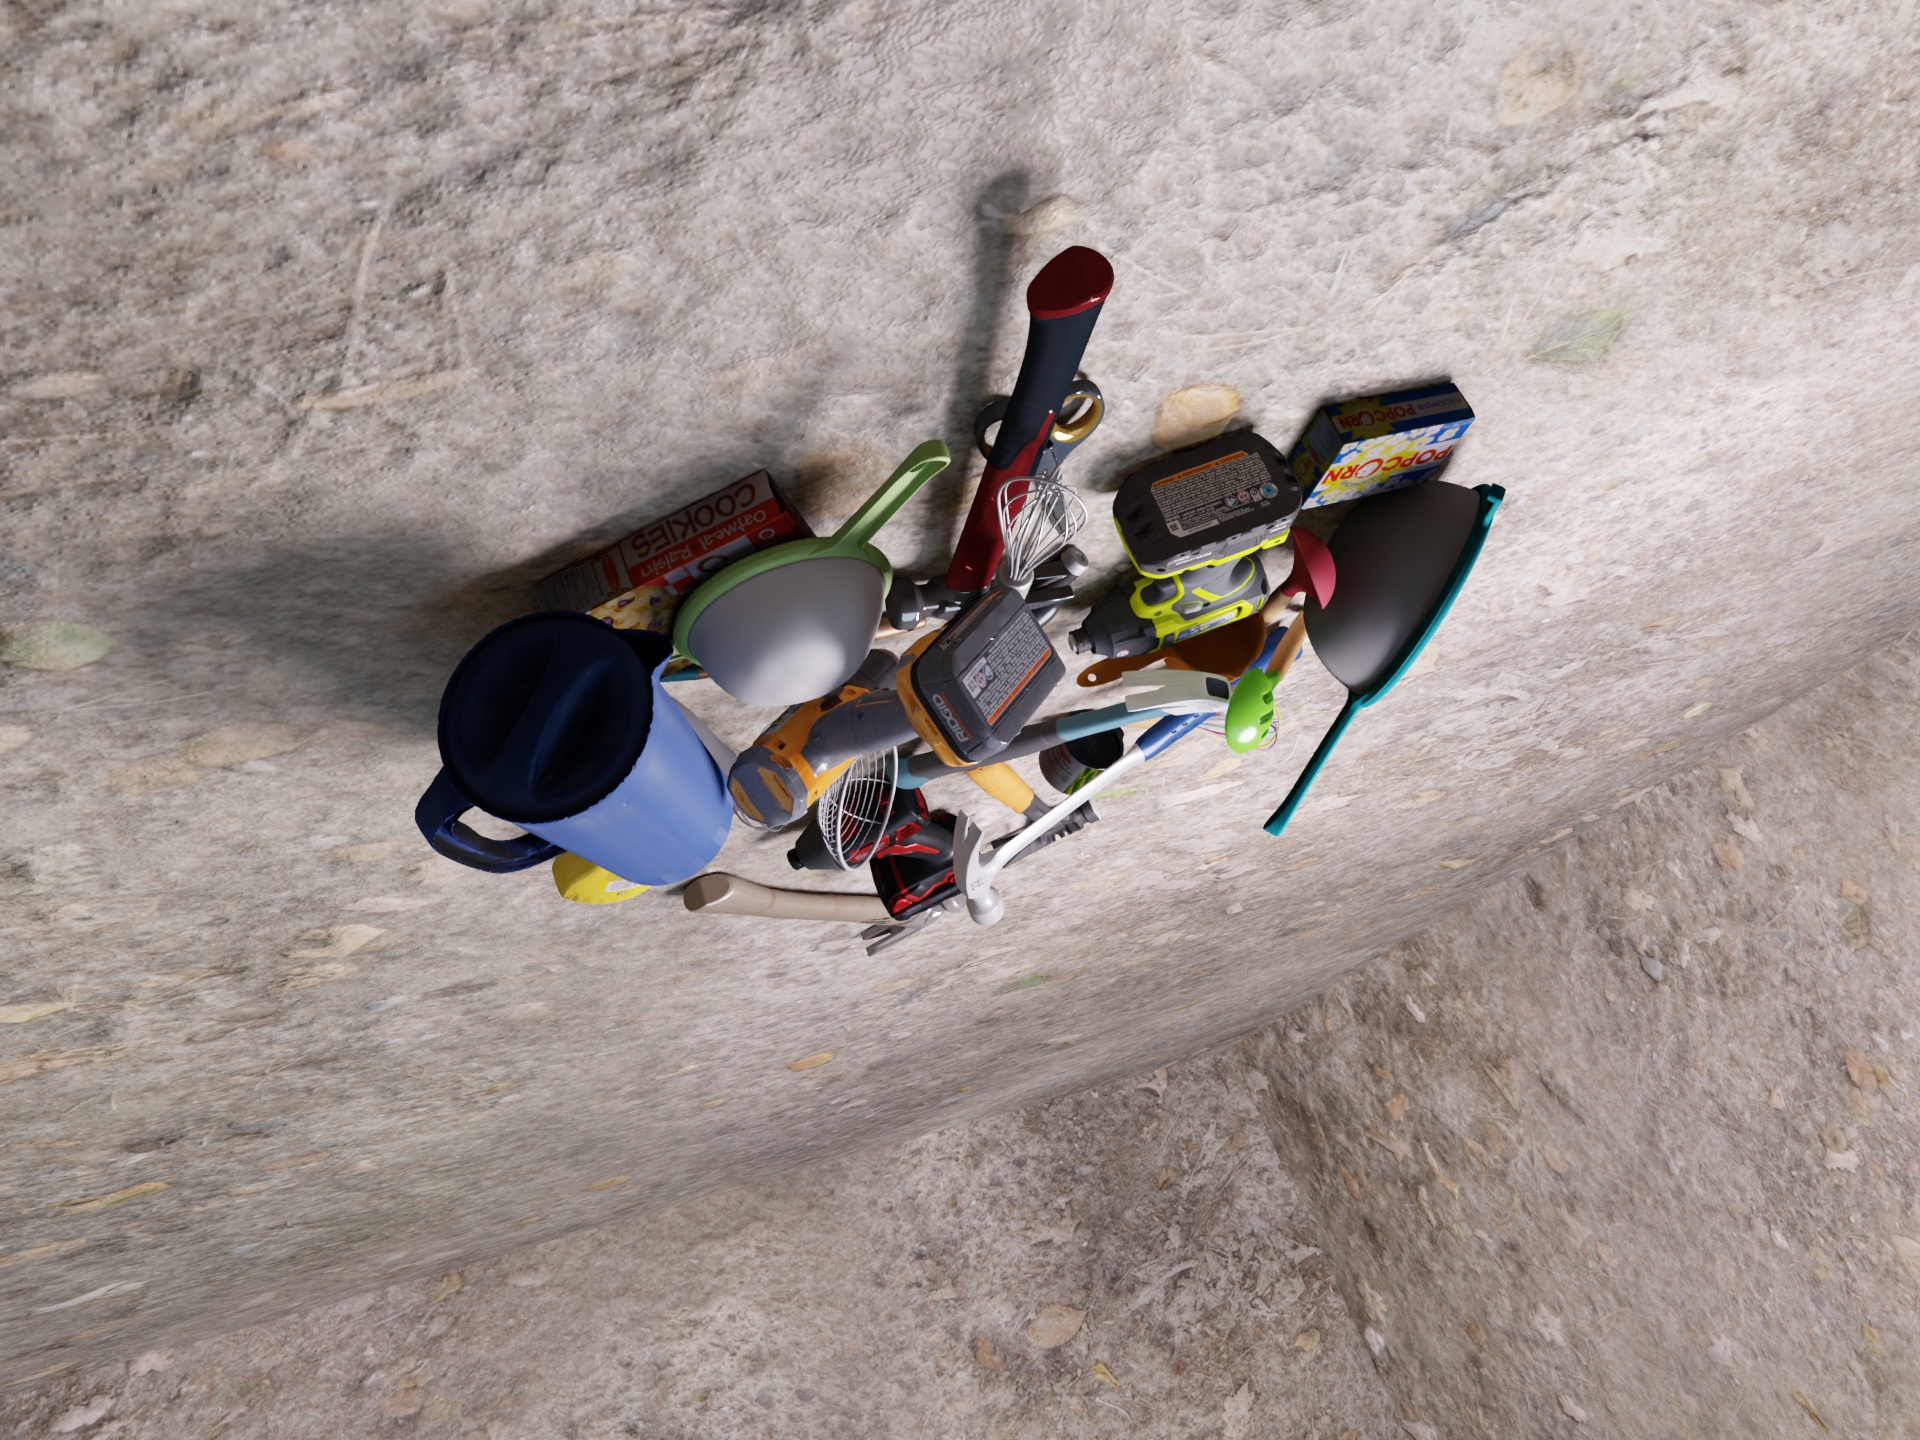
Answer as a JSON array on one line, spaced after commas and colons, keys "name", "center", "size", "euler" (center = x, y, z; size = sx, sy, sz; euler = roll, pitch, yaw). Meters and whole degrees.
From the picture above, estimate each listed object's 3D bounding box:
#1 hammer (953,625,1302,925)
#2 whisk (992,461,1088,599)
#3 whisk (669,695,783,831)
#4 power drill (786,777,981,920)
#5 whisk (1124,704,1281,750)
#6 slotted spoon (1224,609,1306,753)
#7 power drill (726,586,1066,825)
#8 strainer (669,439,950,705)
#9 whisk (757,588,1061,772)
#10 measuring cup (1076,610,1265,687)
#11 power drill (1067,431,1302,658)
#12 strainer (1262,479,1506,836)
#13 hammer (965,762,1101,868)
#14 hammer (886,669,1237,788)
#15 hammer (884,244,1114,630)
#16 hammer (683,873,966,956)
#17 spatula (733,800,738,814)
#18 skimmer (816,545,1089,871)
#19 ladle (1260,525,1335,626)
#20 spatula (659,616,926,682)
[{"name": "hammer", "center": [0.159, 0.034, 1.491], "size": [0.405, 0.035, 0.143], "euler": [-35, 143, -13]}, {"name": "whisk", "center": [0.038, -0.103, 1.076], "size": [0.059, 0.058, 0.246], "euler": [19, 158, -1]}, {"name": "whisk", "center": [-0.193, 0.033, 1.273], "size": [0.055, 0.055, 0.238], "euler": [-26, 149, 8]}, {"name": "power drill", "center": [-0.073, 0.128, 1.580], "size": [0.143, 0.079, 0.219], "euler": [-27, 155, 11]}, {"name": "whisk", "center": [0.252, -0.002, 1.649], "size": [0.244, 0.051, 0.047], "euler": [3, 125, -40]}, {"name": "slotted spoon", "center": [0.278, -0.048, 1.391], "size": [0.031, 0.070, 0.314], "euler": [5, -158, 20]}, {"name": "power drill", "center": [-0.038, -0.017, 1.102], "size": [0.226, 0.084, 0.185], "euler": [-21, -161, 39]}, {"name": "strainer", "center": [-0.076, -0.077, 1.002], "size": [0.151, 0.069, 0.256], "euler": [-3, 153, -42]}, {"name": "whisk", "center": [-0.043, -0.023, 1.247], "size": [0.284, 0.070, 0.070], "euler": [-31, 156, 14]}, {"name": "measuring cup", "center": [0.177, -0.057, 1.374], "size": [0.173, 0.095, 0.052], "euler": [-21, 167, -8]}, {"name": "power drill", "center": [0.172, -0.121, 1.247], "size": [0.171, 0.080, 0.223], "euler": [-21, 161, -9]}, {"name": "strainer", "center": [0.318, -0.068, 1.337], "size": [0.340, 0.095, 0.211], "euler": [-60, 179, 6]}, {"name": "hammer", "center": [0.051, 0.080, 1.640], "size": [0.127, 0.034, 0.336], "euler": [-27, 157, 8]}, {"name": "hammer", "center": [0.080, 0.012, 1.393], "size": [0.331, 0.033, 0.128], "euler": [-16, 162, 31]}, {"name": "hammer", "center": [0.048, -0.167, 1.027], "size": [0.143, 0.038, 0.386], "euler": [-10, 159, -16]}, {"name": "hammer", "center": [-0.159, 0.207, 1.726], "size": [0.146, 0.038, 0.410], "euler": [-32, 156, 24]}, {"name": "spatula", "center": [-0.161, 0.038, 1.363], "size": [0.316, 0.018, 0.059], "euler": [-35, 151, 30]}, {"name": "skimmer", "center": [-0.002, -0.004, 1.325], "size": [0.363, 0.090, 0.127], "euler": [-41, -177, 33]}, {"name": "ladle", "center": [0.274, -0.105, 1.355], "size": [0.031, 0.069, 0.315], "euler": [-19, 173, -2]}, {"name": "spatula", "center": [-0.166, -0.033, 1.164], "size": [0.317, 0.044, 0.082], "euler": [-15, 153, -22]}]
